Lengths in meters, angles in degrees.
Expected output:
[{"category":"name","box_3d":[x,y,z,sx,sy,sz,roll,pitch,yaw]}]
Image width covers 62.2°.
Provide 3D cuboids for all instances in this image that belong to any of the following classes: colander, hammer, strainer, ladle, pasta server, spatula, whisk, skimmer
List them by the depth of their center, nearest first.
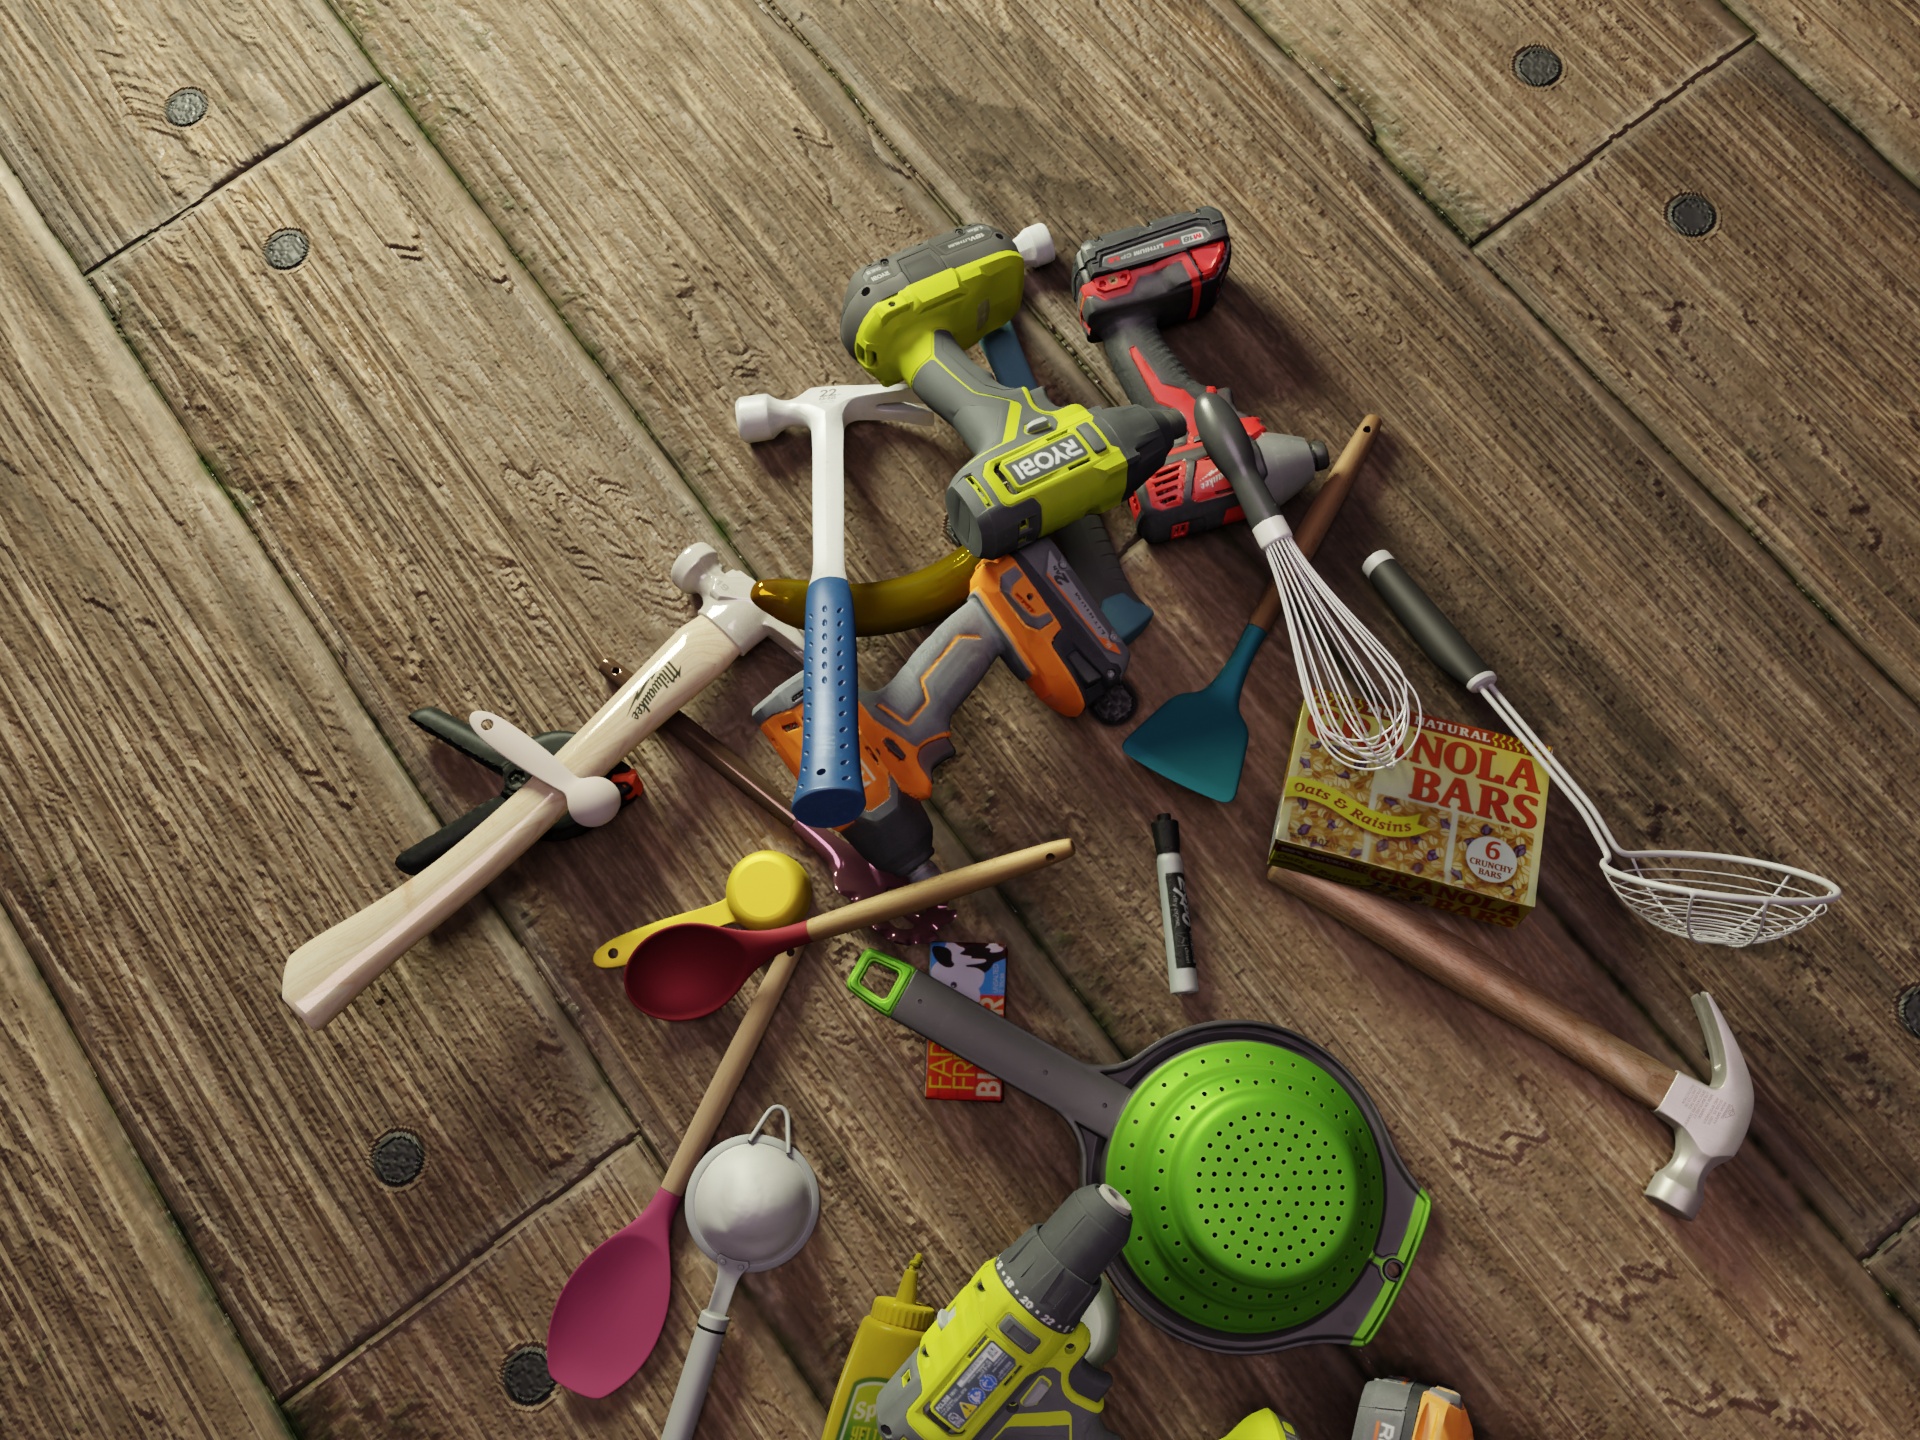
[{"category":"colander","box_3d":[0.107,0.245,0.975,0.397,0.094,0.204,28,76,5]},{"category":"strainer","box_3d":[-0.152,0.373,1.006,0.087,0.050,0.258,18,80,-6]},{"category":"skimmer","box_3d":[0.386,-0.001,1.007,0.127,0.090,0.364,-4,49,-38]},{"category":"ladle","box_3d":[-0.074,0.128,1.028,0.315,0.031,0.069,-19,108,14]},{"category":"hammer","box_3d":[0.352,0.173,1.030,0.331,0.031,0.130,32,79,12]},{"category":"hammer","box_3d":[-0.080,-0.096,1.036,0.144,0.035,0.406,-7,46,2]},{"category":"whisk","box_3d":[0.220,-0.095,1.048,0.070,0.070,0.285,-23,75,-3]},{"category":"hammer","box_3d":[-0.267,0.054,1.058,0.146,0.038,0.411,40,70,16]},{"category":"pasta server","box_3d":[-0.132,0.050,1.092,0.316,0.040,0.060,38,69,13]},{"category":"spatula","box_3d":[0.220,-0.088,1.104,0.082,0.044,0.317,27,77,14]},{"category":"hammer","box_3d":[0.061,-0.202,1.150,0.128,0.033,0.331,-21,75,-3]}]

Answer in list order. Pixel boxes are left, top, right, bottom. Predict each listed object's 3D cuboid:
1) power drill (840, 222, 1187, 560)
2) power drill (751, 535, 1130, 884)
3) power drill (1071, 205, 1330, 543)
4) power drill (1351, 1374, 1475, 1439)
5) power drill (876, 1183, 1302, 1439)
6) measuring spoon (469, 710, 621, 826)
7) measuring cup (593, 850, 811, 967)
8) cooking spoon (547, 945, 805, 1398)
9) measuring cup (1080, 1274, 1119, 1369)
[{"category":"power drill","box_3d":[0.032,-0.227,1.077,0.171,0.080,0.223,-27,65,-16]},{"category":"power drill","box_3d":[-0.002,-0.003,1.056,0.226,0.084,0.164,-35,90,-14]},{"category":"power drill","box_3d":[0.168,-0.244,1.135,0.143,0.078,0.220,-15,78,1]},{"category":"power drill","box_3d":[0.346,0.447,0.904,0.226,0.185,0.084,10,75,26]},{"category":"power drill","box_3d":[0.091,0.399,0.923,0.228,0.080,0.190,40,94,-1]},{"category":"measuring spoon","box_3d":[-0.275,0.027,1.041,0.124,0.018,0.034,33,69,13]},{"category":"measuring cup","box_3d":[-0.177,0.134,1.075,0.156,0.029,0.062,-21,74,-3]},{"category":"cooking spoon","box_3d":[-0.177,0.284,1.041,0.069,0.017,0.319,26,78,0]},{"category":"measuring cup","box_3d":[0.038,0.411,0.981,0.083,0.038,0.167,30,77,11]}]
